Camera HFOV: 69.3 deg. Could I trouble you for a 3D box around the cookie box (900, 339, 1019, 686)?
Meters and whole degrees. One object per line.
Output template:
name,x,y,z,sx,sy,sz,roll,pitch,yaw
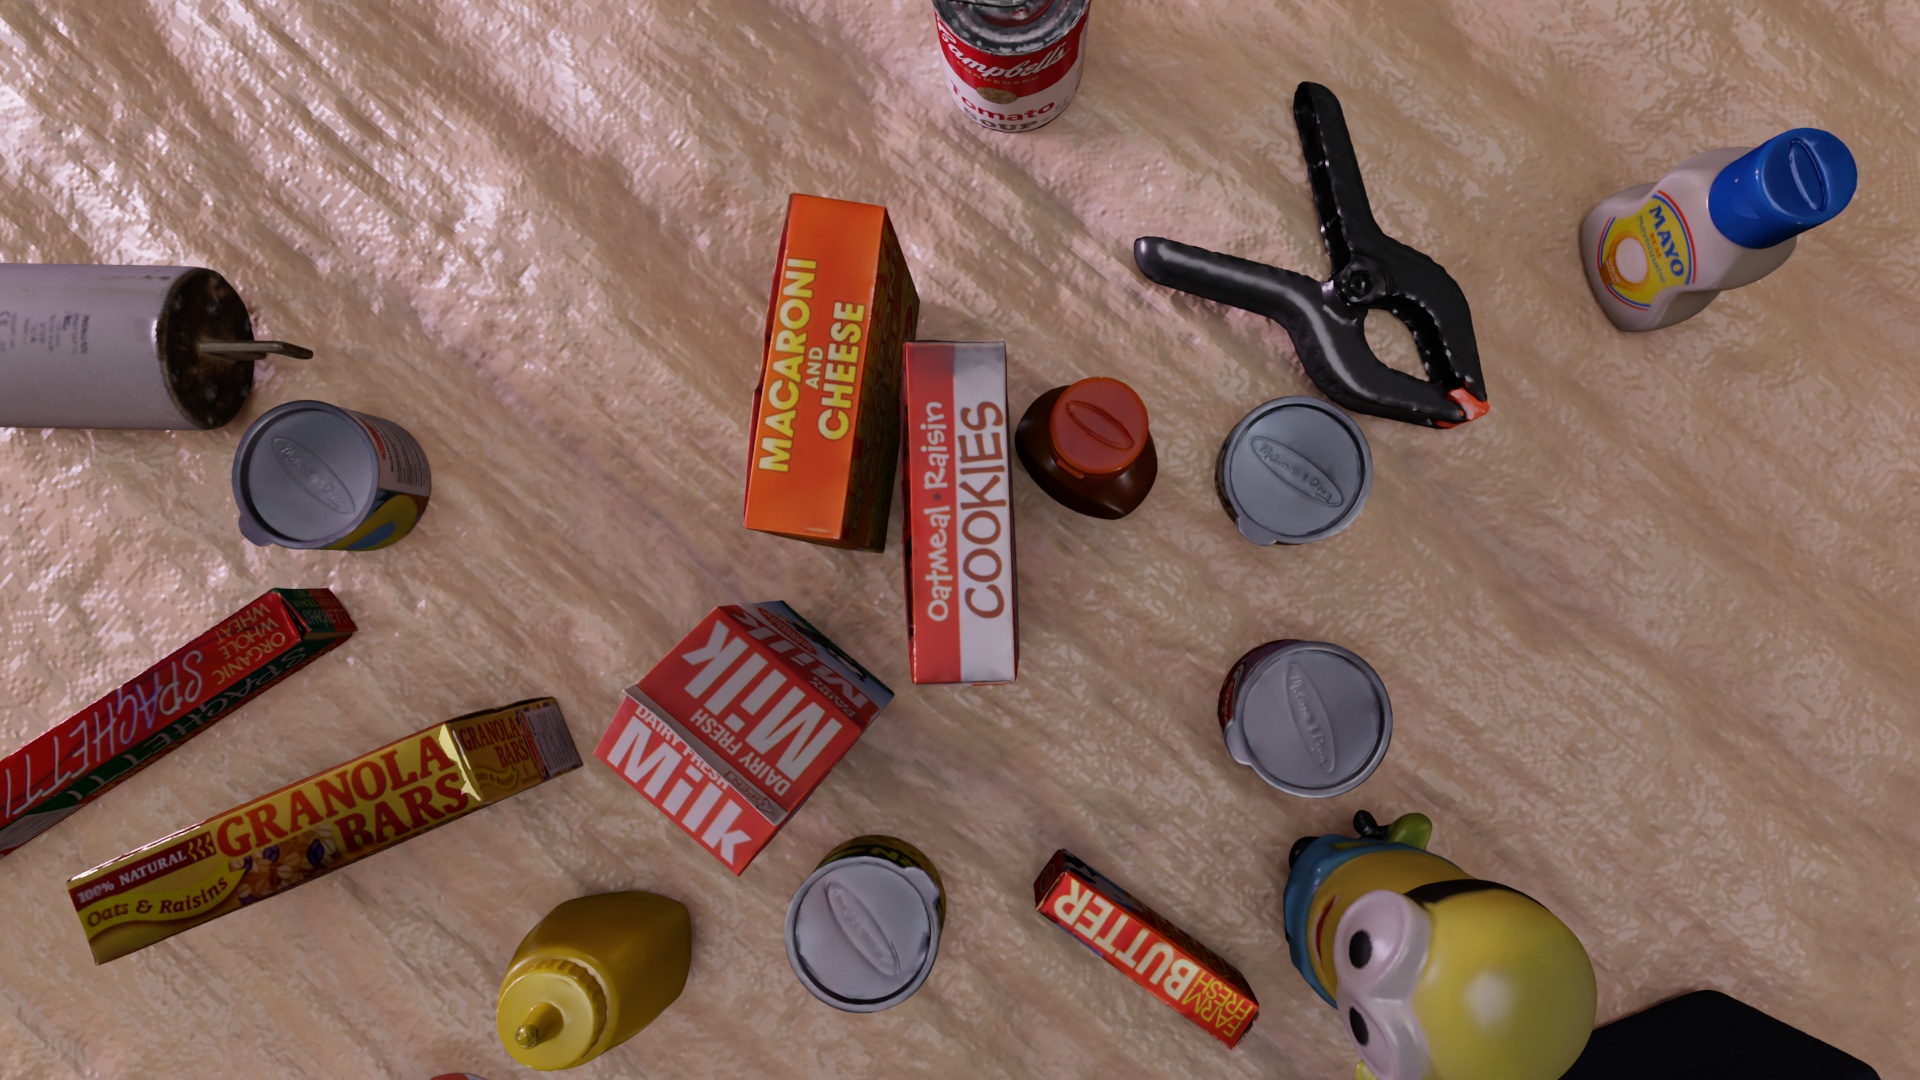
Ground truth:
cookie box,0.002,-0.007,0.568,0.040,0.167,0.123,-2,88,3

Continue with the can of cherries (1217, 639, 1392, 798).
can of cherries,0.147,0.077,0.612,0.071,0.058,0.071,0,88,3

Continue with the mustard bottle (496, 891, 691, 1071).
mustard bottle,-0.155,0.182,0.569,0.065,0.160,0.049,1,88,3

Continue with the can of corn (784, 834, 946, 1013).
can of corn,-0.038,0.166,0.616,0.071,0.058,0.071,0,88,3

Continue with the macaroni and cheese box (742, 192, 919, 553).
macaroni and cheese box,-0.049,-0.059,0.573,0.040,0.166,0.123,8,88,3

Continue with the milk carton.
milk carton,-0.083,0.074,0.556,0.072,0.190,0.073,40,90,3

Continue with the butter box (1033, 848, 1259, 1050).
butter box,0.081,0.178,0.613,0.103,0.053,0.024,35,90,3

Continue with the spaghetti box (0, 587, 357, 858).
spaghetti box,-0.397,0.097,0.638,0.250,0.050,0.028,-32,87,1

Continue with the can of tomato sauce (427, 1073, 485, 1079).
can of tomato sauce,-0.234,0.280,0.606,0.071,0.083,0.071,0,88,3

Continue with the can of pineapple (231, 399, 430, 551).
can of pineapple,-0.287,-0.027,0.636,0.071,0.058,0.071,0,88,3

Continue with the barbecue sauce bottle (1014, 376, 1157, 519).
barbecue sauce bottle,0.053,-0.039,0.576,0.065,0.148,0.043,35,90,3

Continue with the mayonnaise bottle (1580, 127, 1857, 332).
mayonnaise bottle,0.306,-0.129,0.570,0.041,0.148,0.065,-19,87,2

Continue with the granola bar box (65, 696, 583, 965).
granola bar box,-0.262,0.118,0.595,0.165,0.124,0.039,-23,87,1

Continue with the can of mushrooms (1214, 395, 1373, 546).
can of mushrooms,0.148,-0.029,0.630,0.071,0.033,0.071,0,87,2
